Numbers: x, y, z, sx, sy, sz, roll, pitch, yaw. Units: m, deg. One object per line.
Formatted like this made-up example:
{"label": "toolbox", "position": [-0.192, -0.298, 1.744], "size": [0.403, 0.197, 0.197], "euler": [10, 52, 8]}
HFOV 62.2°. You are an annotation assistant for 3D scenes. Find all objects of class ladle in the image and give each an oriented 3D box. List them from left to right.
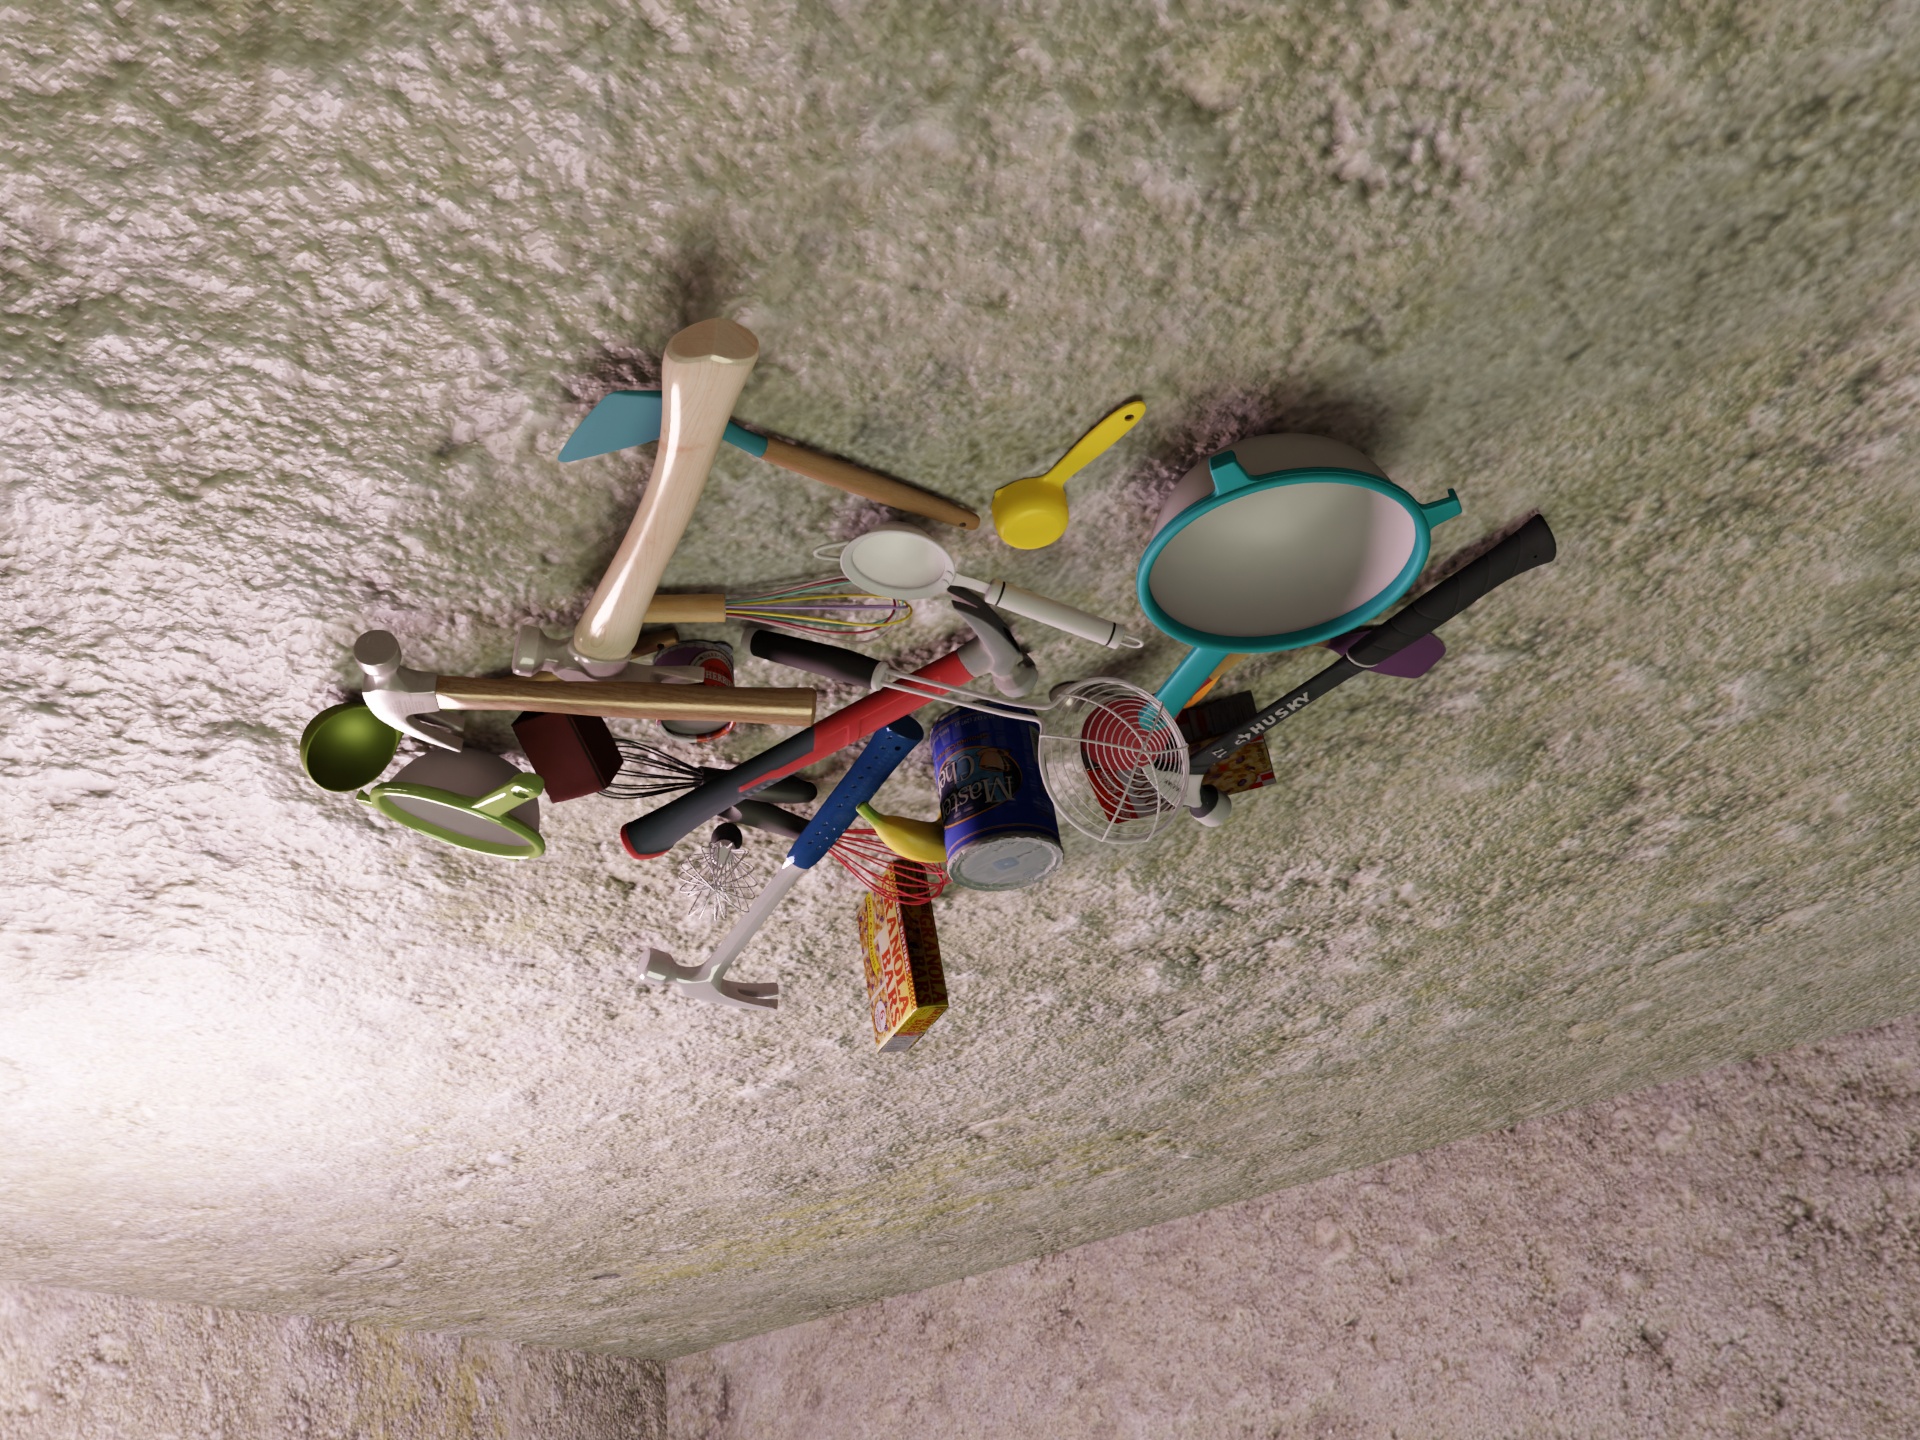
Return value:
{"label": "ladle", "position": [-0.375, -0.014, 1.268], "size": [0.320, 0.062, 0.078], "euler": [-16, 140, 7]}
{"label": "ladle", "position": [0.228, -0.054, 1.328], "size": [0.315, 0.031, 0.069], "euler": [-38, 105, 20]}

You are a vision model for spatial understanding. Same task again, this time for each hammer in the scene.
{"label": "hammer", "position": [-0.275, -0.015, 1.200], "size": [0.331, 0.031, 0.130], "euler": [2, 151, -8]}
{"label": "hammer", "position": [-0.198, -0.124, 1.073], "size": [0.146, 0.038, 0.410], "euler": [11, 150, -20]}
{"label": "hammer", "position": [-0.153, 0.141, 1.503], "size": [0.144, 0.035, 0.405], "euler": [24, 124, -24]}
{"label": "hammer", "position": [-0.131, 0.013, 1.336], "size": [0.386, 0.038, 0.143], "euler": [-28, 144, 13]}
{"label": "hammer", "position": [0.325, -0.047, 1.364], "size": [0.409, 0.036, 0.149], "euler": [-37, 130, 26]}

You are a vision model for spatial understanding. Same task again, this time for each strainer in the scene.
{"label": "strainer", "position": [-0.389, 0.051, 1.313], "size": [0.151, 0.069, 0.256], "euler": [26, 155, -27]}
{"label": "strainer", "position": [0.018, -0.100, 1.188], "size": [0.258, 0.050, 0.086], "euler": [20, 148, -9]}
{"label": "strainer", "position": [0.209, -0.112, 1.218], "size": [0.211, 0.095, 0.340], "euler": [6, 148, -18]}

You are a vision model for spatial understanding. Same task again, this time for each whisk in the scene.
{"label": "whisk", "position": [-0.231, 0.051, 1.419], "size": [0.238, 0.055, 0.055], "euler": [9, 144, -35]}
{"label": "whisk", "position": [-0.212, 0.124, 1.407], "size": [0.070, 0.070, 0.285], "euler": [-5, -174, -6]}
{"label": "whisk", "position": [-0.158, -0.086, 1.218], "size": [0.245, 0.047, 0.051], "euler": [-1, 149, -7]}
{"label": "whisk", "position": [-0.125, 0.117, 1.544], "size": [0.295, 0.073, 0.073], "euler": [23, 137, -32]}

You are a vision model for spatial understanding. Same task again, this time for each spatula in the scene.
{"label": "spatula", "position": [-0.114, -0.170, 1.090], "size": [0.317, 0.044, 0.082], "euler": [14, 146, -34]}
{"label": "spatula", "position": [0.295, -0.076, 1.368], "size": [0.315, 0.018, 0.059], "euler": [9, 138, -28]}

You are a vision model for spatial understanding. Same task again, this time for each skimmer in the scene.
{"label": "skimmer", "position": [-0.002, -0.004, 1.229], "size": [0.363, 0.127, 0.090], "euler": [15, 154, 21]}

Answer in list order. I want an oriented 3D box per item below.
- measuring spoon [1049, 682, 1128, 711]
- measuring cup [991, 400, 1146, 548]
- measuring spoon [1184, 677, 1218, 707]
{"label": "measuring spoon", "position": [0.136, -0.011, 1.433], "size": [0.124, 0.018, 0.034], "euler": [10, 144, -28]}
{"label": "measuring cup", "position": [0.081, -0.174, 1.144], "size": [0.062, 0.029, 0.156], "euler": [15, 143, -34]}
{"label": "measuring spoon", "position": [0.220, -0.043, 1.414], "size": [0.021, 0.011, 0.116], "euler": [1, 151, -18]}
